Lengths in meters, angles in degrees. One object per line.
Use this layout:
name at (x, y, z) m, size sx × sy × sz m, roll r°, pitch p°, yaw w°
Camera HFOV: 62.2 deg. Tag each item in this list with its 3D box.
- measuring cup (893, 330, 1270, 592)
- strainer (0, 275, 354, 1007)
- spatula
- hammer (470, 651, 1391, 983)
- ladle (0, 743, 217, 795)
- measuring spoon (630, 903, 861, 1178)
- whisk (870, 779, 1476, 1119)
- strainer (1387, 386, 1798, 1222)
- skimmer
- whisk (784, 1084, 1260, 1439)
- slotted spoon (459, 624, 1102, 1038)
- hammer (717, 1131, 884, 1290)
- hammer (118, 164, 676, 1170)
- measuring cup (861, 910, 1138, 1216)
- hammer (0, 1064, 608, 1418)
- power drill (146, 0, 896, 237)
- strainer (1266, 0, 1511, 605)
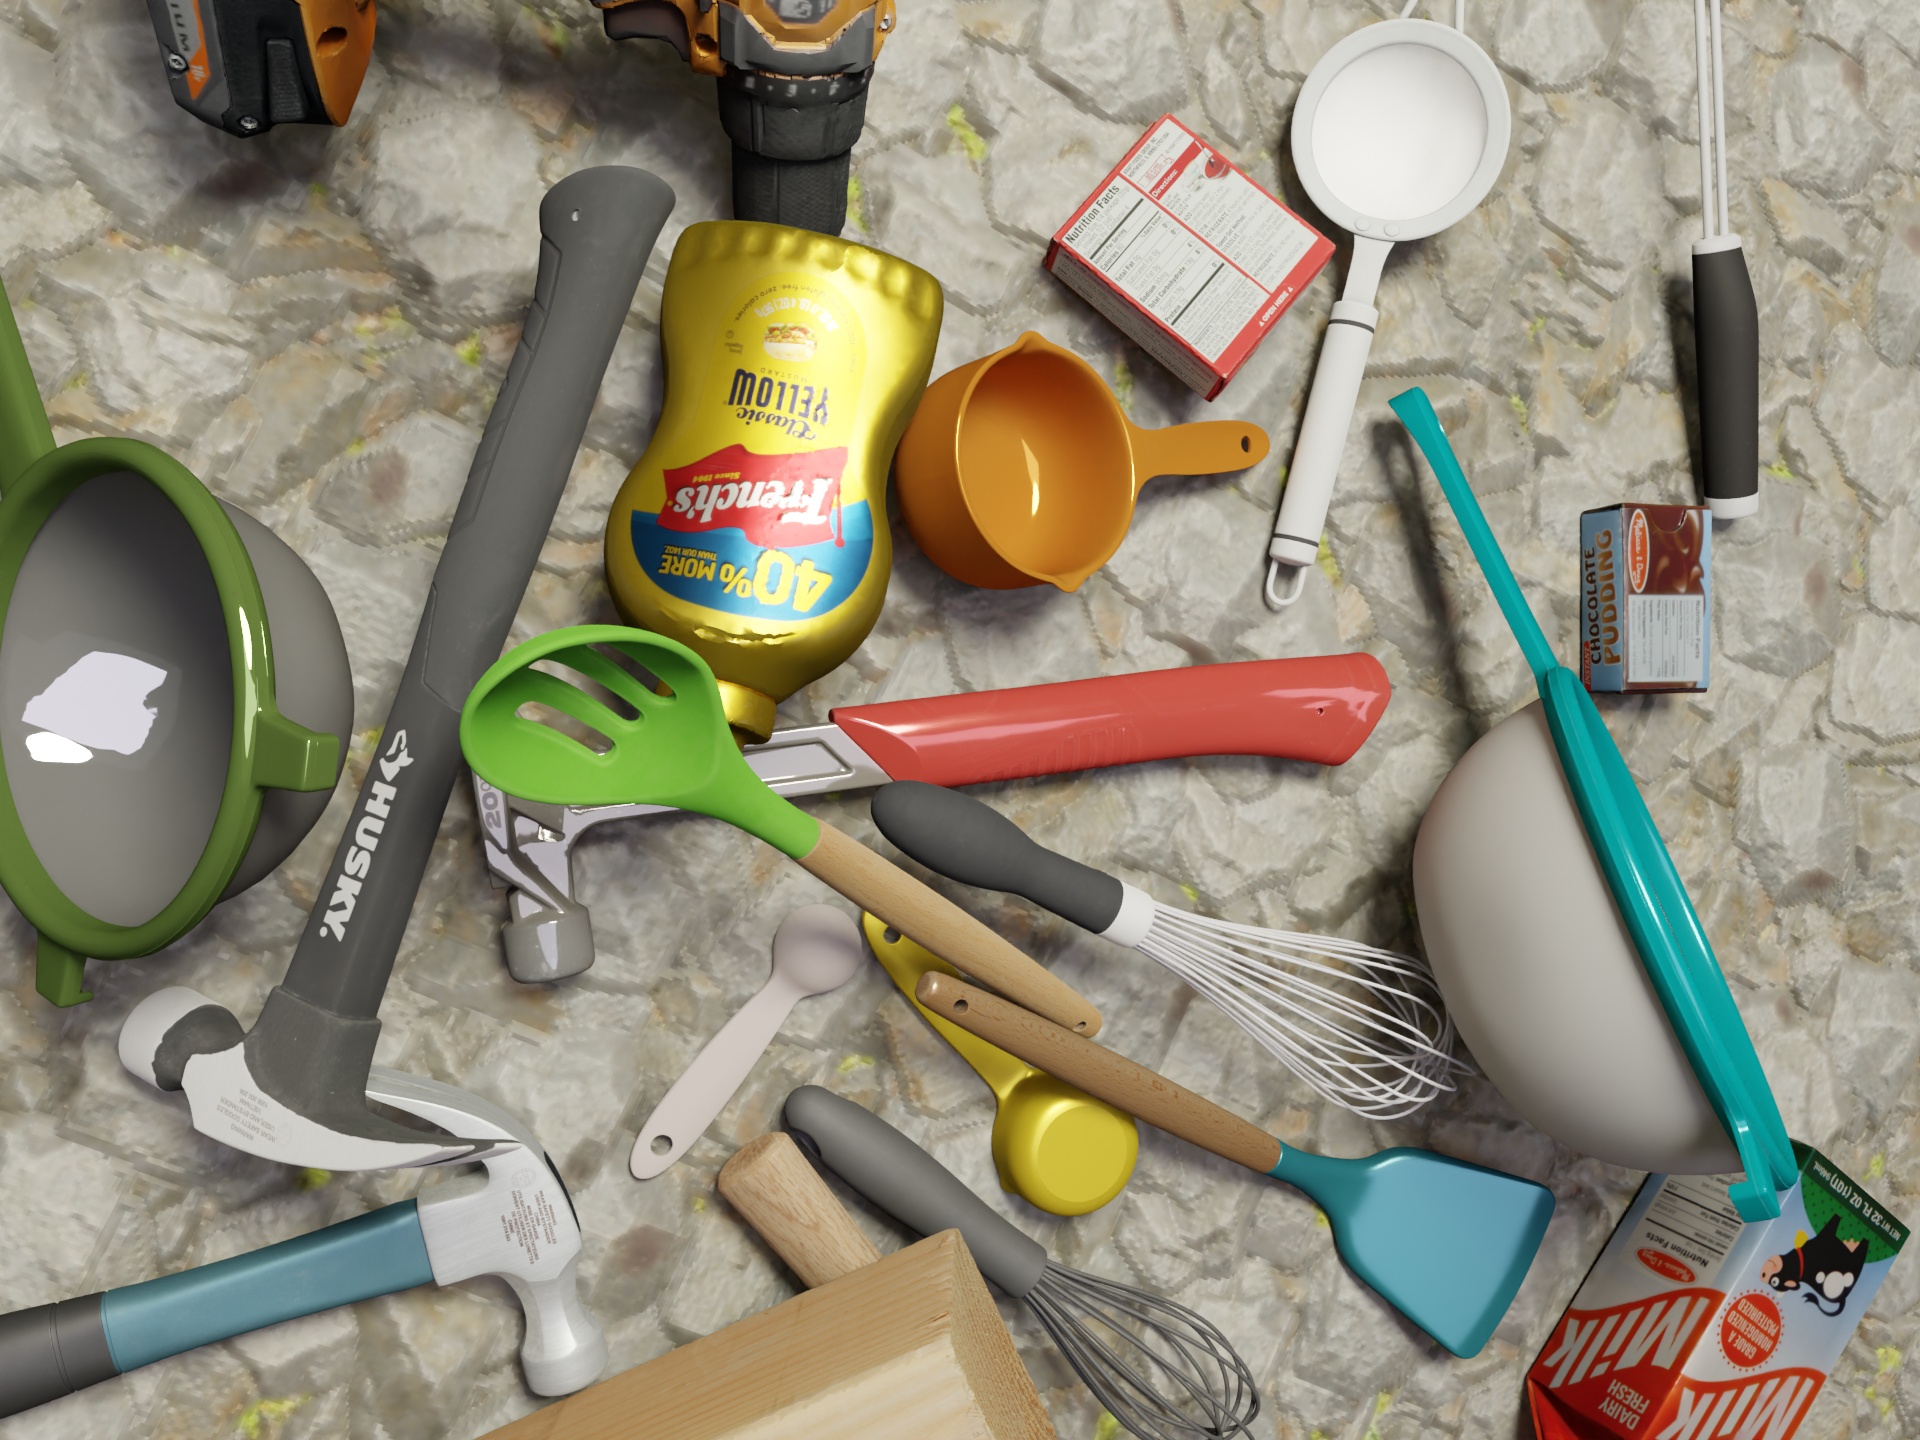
measuring cup at (0.049, -0.099, 0.621) m, size 0.173 × 0.052 × 0.095 m, roll -13°, pitch 95°, yaw -40°
strainer at (-0.256, -0.052, 0.495) m, size 0.069 × 0.151 × 0.256 m, roll 0°, pitch 59°, yaw -58°
spatula at (0.112, 0.167, 0.632) m, size 0.317 × 0.044 × 0.082 m, roll 30°, pitch 87°, yaw -27°
hammer at (-0.001, -0.002, 0.609) m, size 0.359 × 0.037 × 0.149 m, roll -7°, pitch 94°, yaw -17°
ladle at (-0.380, 0.014, 0.491) m, size 0.320 × 0.062 × 0.078 m, roll 1°, pitch 89°, yaw -25°
measuring spoon at (-0.081, 0.122, 0.596) m, size 0.034 × 0.018 × 0.124 m, roll 41°, pitch 80°, yaw -15°
whisk at (0.087, 0.087, 0.613) m, size 0.284 × 0.070 × 0.070 m, roll 27°, pitch 84°, yaw -21°
strainer at (0.217, 0.033, 0.643) m, size 0.095 × 0.211 × 0.340 m, roll -26°, pitch 78°, yaw 23°
skimmer at (0.309, -0.271, 0.705) m, size 0.127 × 0.090 × 0.363 m, roll -17°, pitch 107°, yaw -19°
whisk at (0.026, 0.216, 0.621) m, size 0.239 × 0.055 × 0.055 m, roll 39°, pitch 80°, yaw -11°
slotted spoon at (-0.039, 0.051, 0.539) m, size 0.070 × 0.031 × 0.313 m, roll -39°, pitch 134°, yaw 13°
hammer at (0.025, 0.289, 0.605) m, size 0.130 × 0.031 × 0.331 m, roll -35°, pitch 97°, yaw 32°
hammer at (-0.159, -0.020, 0.510) m, size 0.146 × 0.035 × 0.335 m, roll 17°, pitch 85°, yaw 27°
measuring cup at (0.014, 0.131, 0.620) m, size 0.062 × 0.029 × 0.156 m, roll -41°, pitch 106°, yaw -12°
hammer at (-0.293, 0.207, 0.523) m, size 0.331 × 0.033 × 0.128 m, roll -13°, pitch 96°, yaw -17°
power drill at (-0.133, -0.234, 0.513) m, size 0.226 × 0.185 × 0.084 m, roll -3°, pitch 48°, yaw -9°
strainer at (0.162, -0.173, 0.655) m, size 0.087 × 0.050 × 0.258 m, roll 14°, pitch 94°, yaw 4°
